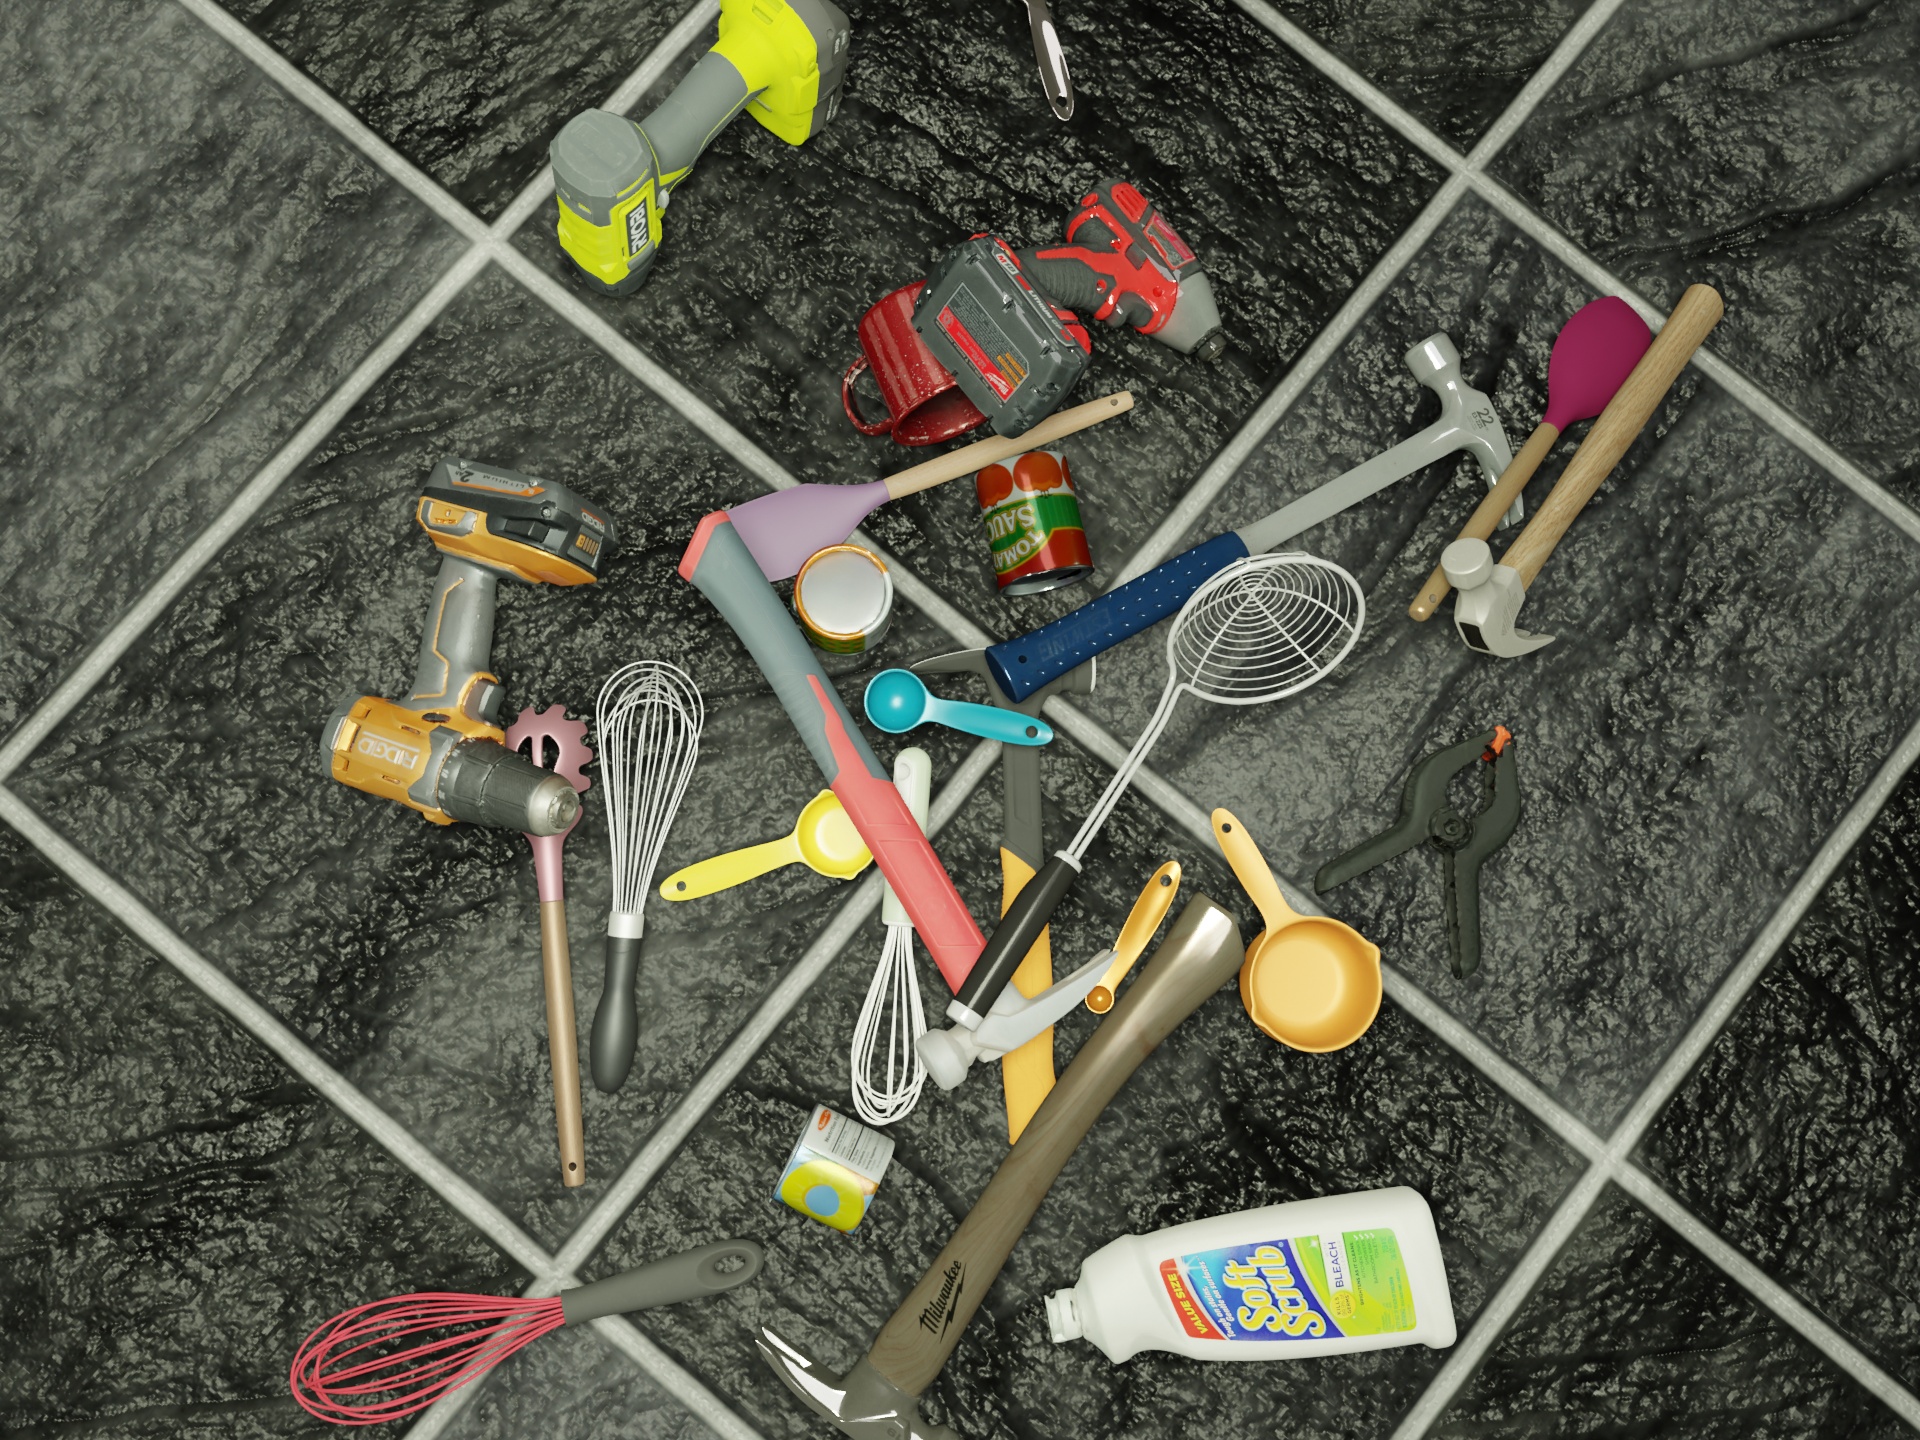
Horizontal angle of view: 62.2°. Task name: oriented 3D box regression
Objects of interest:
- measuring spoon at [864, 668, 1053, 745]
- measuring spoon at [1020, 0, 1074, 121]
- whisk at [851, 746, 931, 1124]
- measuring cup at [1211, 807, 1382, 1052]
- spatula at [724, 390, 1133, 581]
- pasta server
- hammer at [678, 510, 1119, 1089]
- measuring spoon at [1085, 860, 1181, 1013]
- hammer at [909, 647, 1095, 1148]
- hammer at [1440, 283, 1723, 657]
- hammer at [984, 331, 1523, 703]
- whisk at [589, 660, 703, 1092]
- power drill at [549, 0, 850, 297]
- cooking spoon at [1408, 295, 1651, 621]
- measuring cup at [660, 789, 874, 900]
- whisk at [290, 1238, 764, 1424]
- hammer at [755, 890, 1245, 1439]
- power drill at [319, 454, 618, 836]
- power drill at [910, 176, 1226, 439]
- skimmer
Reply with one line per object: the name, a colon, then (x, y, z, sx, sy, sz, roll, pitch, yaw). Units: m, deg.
measuring spoon: (-0.002, -0.003, 1.053, 0.128, 0.021, 0.042, 13, 89, -9)
measuring spoon: (0.060, -0.494, 1.157, 0.034, 0.018, 0.124, -15, 90, -6)
whisk: (-0.041, 0.140, 1.040, 0.059, 0.058, 0.246, 9, 84, -47)
measuring cup: (0.209, 0.137, 1.061, 0.095, 0.052, 0.174, -28, 83, -6)
spatula: (-0.026, -0.167, 1.105, 0.316, 0.018, 0.060, -22, 85, -4)
pasta server: (-0.266, 0.146, 1.051, 0.060, 0.040, 0.316, -5, 87, -3)
hammer: (-0.050, 0.032, 1.011, 0.143, 0.038, 0.386, -31, 91, -15)
measuring spoon: (0.118, 0.146, 1.077, 0.021, 0.011, 0.117, 31, 79, 3)
hammer: (0.035, 0.117, 1.063, 0.127, 0.034, 0.337, -2, 83, -4)
hammer: (0.437, -0.177, 1.097, 0.031, 0.129, 0.331, 23, 67, 43)
hammer: (0.203, -0.118, 1.083, 0.405, 0.035, 0.144, -29, 85, -12)
whisk: (-0.217, 0.102, 1.046, 0.070, 0.070, 0.284, 6, 87, -2)
power drill: (-0.178, -0.386, 1.061, 0.080, 0.171, 0.223, 40, 74, 3)
cooking spoon: (0.394, -0.183, 1.096, 0.068, 0.017, 0.319, 42, 70, -6)
measuring cup: (-0.126, 0.091, 1.069, 0.156, 0.029, 0.062, -18, 85, 7)
whisk: (-0.270, 0.378, 1.006, 0.296, 0.073, 0.073, -12, 83, -11)
hammer: (0.038, 0.279, 1.010, 0.146, 0.038, 0.410, 35, 92, 3)
power drill: (-0.297, -0.042, 1.022, 0.185, 0.084, 0.226, 16, 83, 24)
power drill: (0.084, -0.275, 1.055, 0.143, 0.078, 0.220, 51, 49, 4)
skimmer: (0.120, 0.048, 0.989, 0.090, 0.127, 0.363, 23, 73, 44)
